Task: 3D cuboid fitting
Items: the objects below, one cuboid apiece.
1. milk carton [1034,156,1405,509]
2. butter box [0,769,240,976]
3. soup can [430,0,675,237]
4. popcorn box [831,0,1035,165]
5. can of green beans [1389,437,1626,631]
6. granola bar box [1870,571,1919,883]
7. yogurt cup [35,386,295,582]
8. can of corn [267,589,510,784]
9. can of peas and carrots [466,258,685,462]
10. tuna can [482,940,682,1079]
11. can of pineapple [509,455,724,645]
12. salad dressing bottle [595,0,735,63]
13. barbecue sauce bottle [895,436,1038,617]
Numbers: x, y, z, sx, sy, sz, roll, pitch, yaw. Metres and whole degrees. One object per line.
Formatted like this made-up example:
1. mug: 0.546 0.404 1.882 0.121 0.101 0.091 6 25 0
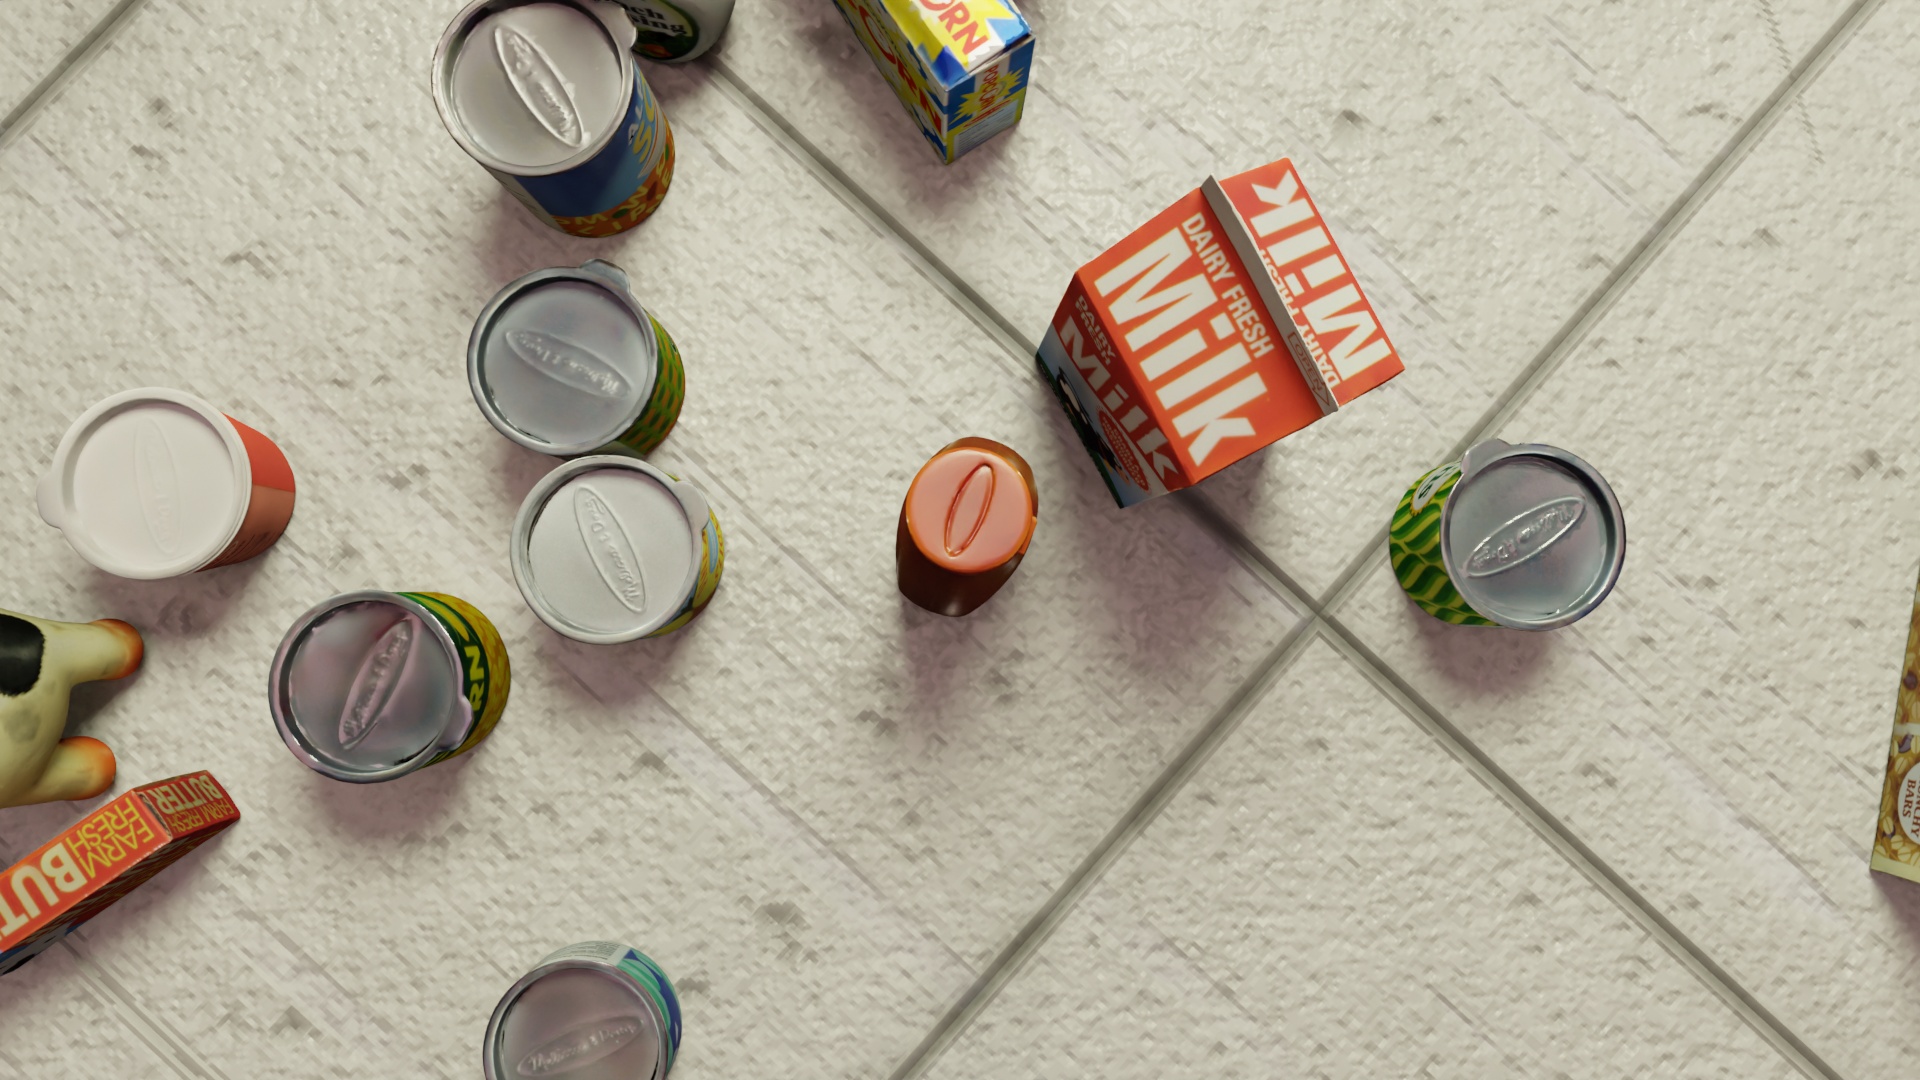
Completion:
1. milk carton: 0.078 -0.061 0.447 0.073 0.190 0.072 -29 89 -2
2. butter box: -0.318 0.122 0.498 0.103 0.053 0.024 -34 89 -3
3. soup can: -0.140 -0.152 0.499 0.071 0.084 0.071 0 88 -1
4. popcorn box: -0.025 -0.208 0.504 0.038 0.085 0.126 -35 89 -2
5. can of green beans: 0.200 0.000 0.513 0.071 0.058 0.071 0 88 -1
6. granola bar box: 0.388 0.049 0.482 0.039 0.124 0.165 12 87 -1
7. yogurt cup: -0.281 -0.019 0.505 0.072 0.054 0.072 0 88 -1
8. can of corn: -0.201 0.052 0.501 0.071 0.058 0.071 0 88 -1
9. can of peas and carrots: -0.137 -0.064 0.508 0.071 0.058 0.071 0 88 -1
10. tuna can: -0.136 0.185 0.509 0.071 0.033 0.071 0 87 -1
11. can of pineapple: -0.121 0.004 0.505 0.071 0.058 0.071 0 88 -1
12. salad dressing bottle: -0.113 -0.210 0.471 0.064 0.147 0.044 24 88 0
13. barbecue sauce bottle: 0.002 -0.006 0.463 0.044 0.148 0.065 23 88 0
